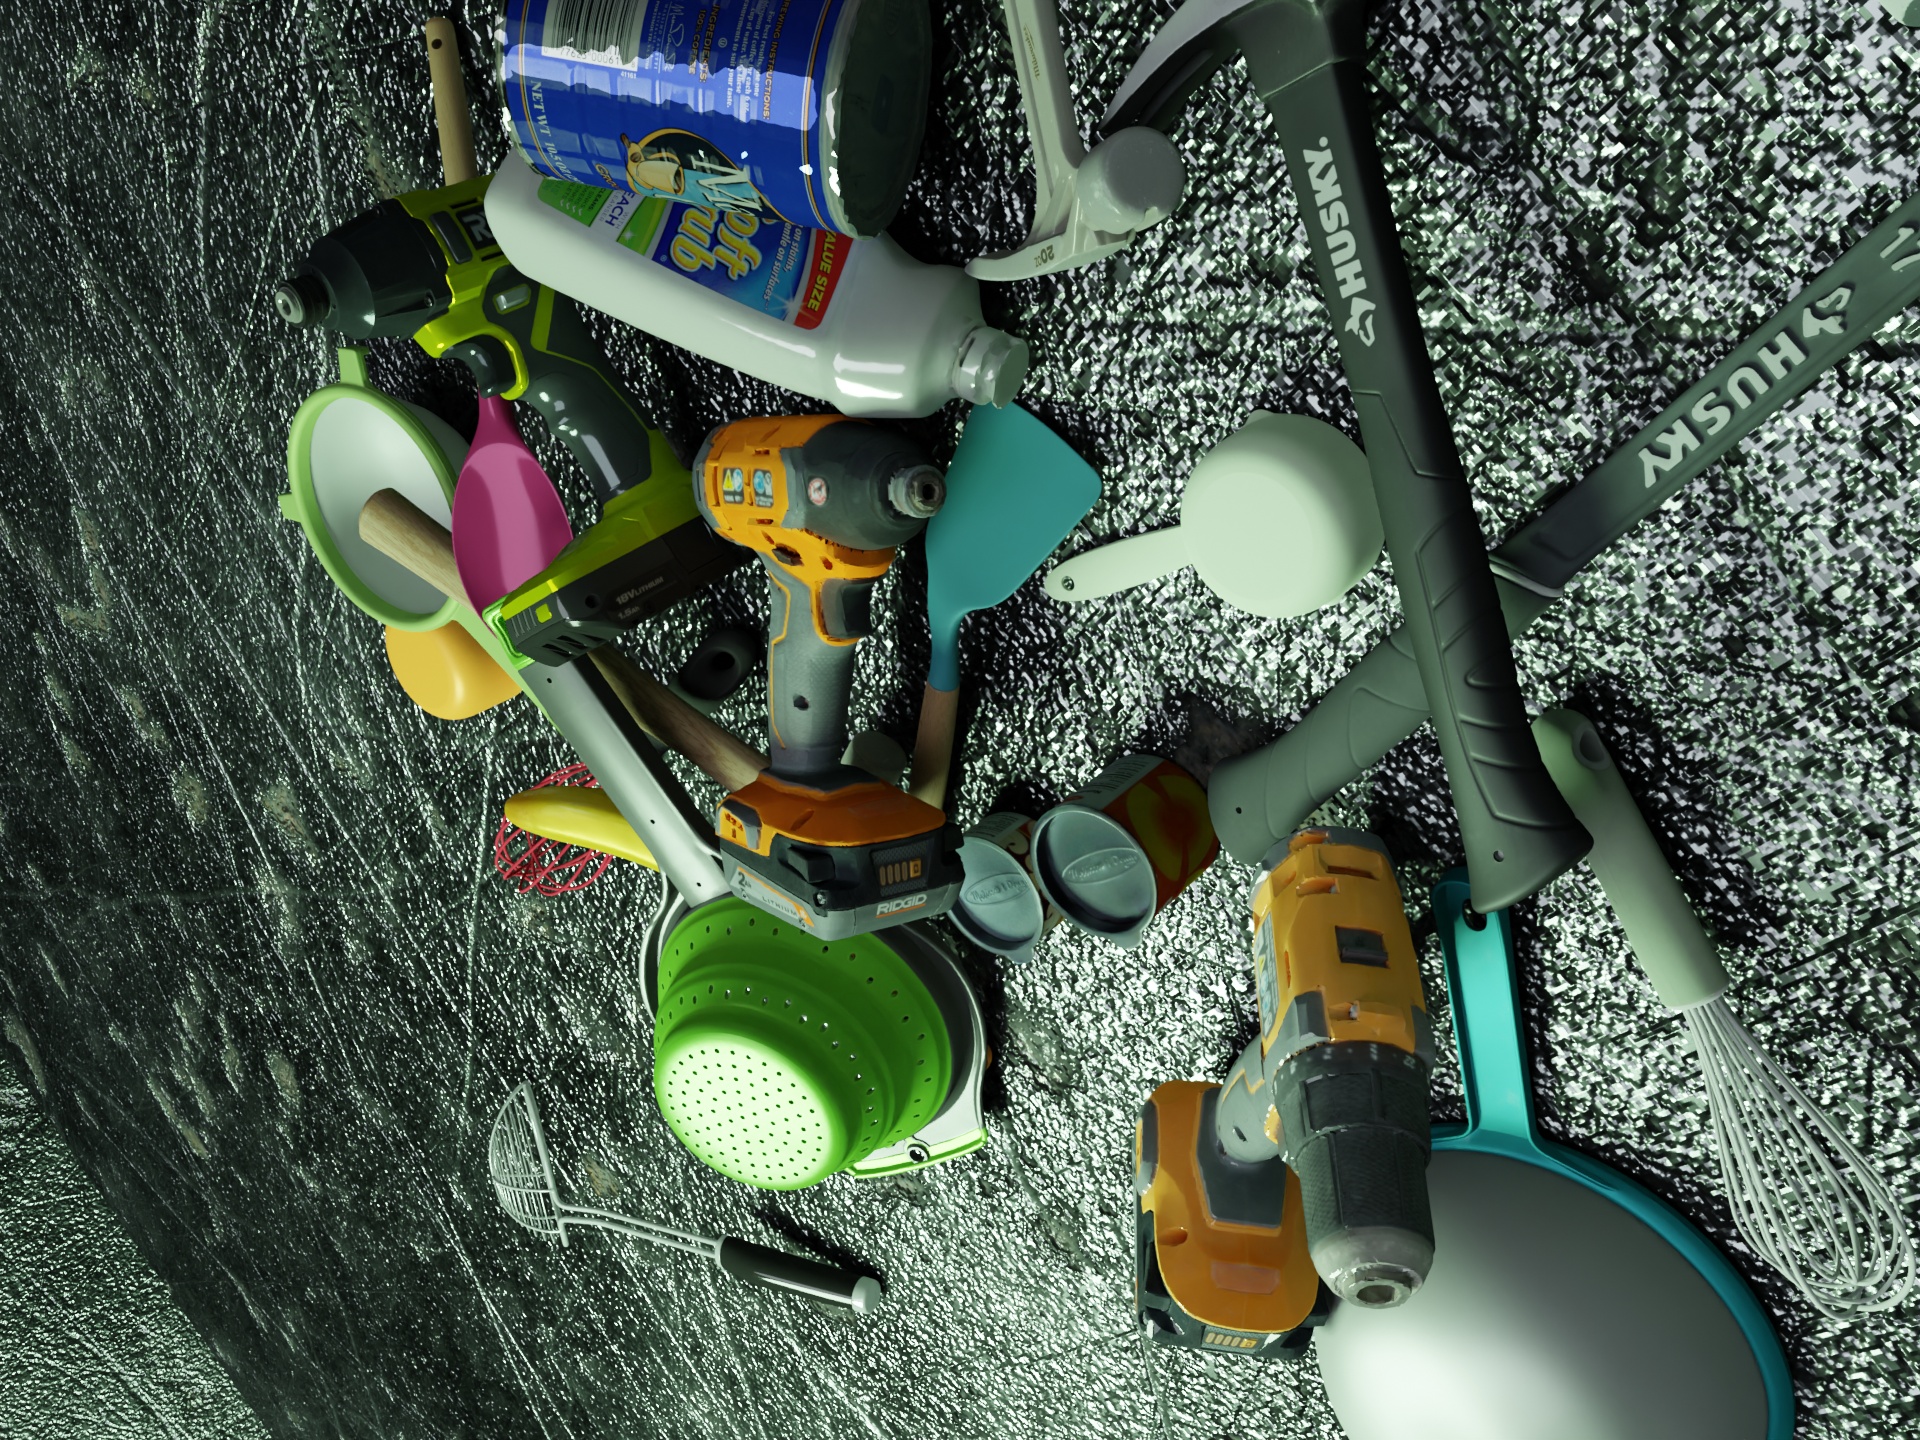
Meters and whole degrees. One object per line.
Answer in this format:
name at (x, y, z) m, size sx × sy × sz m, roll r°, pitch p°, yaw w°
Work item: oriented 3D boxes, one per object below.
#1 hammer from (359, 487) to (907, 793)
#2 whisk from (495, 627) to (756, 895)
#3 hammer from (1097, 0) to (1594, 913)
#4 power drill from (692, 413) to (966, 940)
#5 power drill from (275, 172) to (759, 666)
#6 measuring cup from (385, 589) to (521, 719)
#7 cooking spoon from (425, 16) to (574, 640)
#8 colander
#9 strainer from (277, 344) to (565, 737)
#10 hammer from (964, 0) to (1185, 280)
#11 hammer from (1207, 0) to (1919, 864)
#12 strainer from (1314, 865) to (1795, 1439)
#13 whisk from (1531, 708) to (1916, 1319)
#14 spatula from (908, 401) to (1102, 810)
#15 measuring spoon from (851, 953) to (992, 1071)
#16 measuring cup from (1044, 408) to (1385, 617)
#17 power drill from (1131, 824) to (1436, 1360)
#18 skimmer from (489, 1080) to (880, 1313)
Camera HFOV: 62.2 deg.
hammer at (-0.190, -0.021, 0.863) m, size 0.331 × 0.031 × 0.130 m, roll 34°, pitch 124°, yaw 7°
whisk at (-0.201, 0.030, 0.944) m, size 0.073 × 0.073 × 0.295 m, roll 53°, pitch 130°, yaw 4°
hammer at (0.144, -0.098, 0.536) m, size 0.146 × 0.035 × 0.335 m, roll -13°, pitch 93°, yaw 47°
power drill at (-0.054, -0.023, 0.715) m, size 0.164 × 0.084 × 0.226 m, roll 13°, pitch 109°, yaw 55°
power drill at (-0.205, -0.147, 0.765) m, size 0.080 × 0.171 × 0.223 m, roll -19°, pitch 103°, yaw 47°
measuring cup at (-0.292, -0.024, 0.992) m, size 0.174 × 0.052 × 0.095 m, roll 33°, pitch 131°, yaw 25°
cooking spoon at (-0.245, -0.199, 0.822) m, size 0.069 × 0.017 × 0.319 m, roll -6°, pitch 95°, yaw 13°
colander at (-0.139, 0.114, 0.829) m, size 0.204 × 0.094 × 0.397 m, roll -24°, pitch 107°, yaw 31°
strainer at (-0.288, -0.094, 0.941) m, size 0.256 × 0.069 × 0.151 m, roll 48°, pitch 131°, yaw 3°
hammer at (0.002, -0.338, 0.547) m, size 0.149 × 0.036 × 0.359 m, roll -158°, pitch 54°, yaw -71°
hammer at (0.208, -0.057, 0.537) m, size 0.149 × 0.036 × 0.408 m, roll 58°, pitch 140°, yaw 16°
strainer at (0.217, 0.229, 0.660) m, size 0.211 × 0.095 × 0.340 m, roll 4°, pitch 117°, yaw 40°
whisk at (0.271, 0.106, 0.579) m, size 0.059 × 0.058 × 0.246 m, roll -30°, pitch 88°, yaw 55°
spatula at (-0.001, -0.002, 0.768) m, size 0.082 × 0.044 × 0.317 m, roll 44°, pitch 143°, yaw 31°
measuring spoon at (-0.024, 0.154, 0.893) m, size 0.117 × 0.011 × 0.021 m, roll 39°, pitch 133°, yaw 23°
measuring cup at (0.089, -0.068, 0.642) m, size 0.167 × 0.038 × 0.083 m, roll -15°, pitch 103°, yaw 43°
power drill at (0.131, 0.180, 0.643) m, size 0.084 × 0.186 × 0.226 m, roll 9°, pitch 134°, yaw -4°
skimmer at (-0.203, 0.348, 1.146) m, size 0.363 × 0.090 × 0.127 m, roll 6°, pitch 114°, yaw 28°
